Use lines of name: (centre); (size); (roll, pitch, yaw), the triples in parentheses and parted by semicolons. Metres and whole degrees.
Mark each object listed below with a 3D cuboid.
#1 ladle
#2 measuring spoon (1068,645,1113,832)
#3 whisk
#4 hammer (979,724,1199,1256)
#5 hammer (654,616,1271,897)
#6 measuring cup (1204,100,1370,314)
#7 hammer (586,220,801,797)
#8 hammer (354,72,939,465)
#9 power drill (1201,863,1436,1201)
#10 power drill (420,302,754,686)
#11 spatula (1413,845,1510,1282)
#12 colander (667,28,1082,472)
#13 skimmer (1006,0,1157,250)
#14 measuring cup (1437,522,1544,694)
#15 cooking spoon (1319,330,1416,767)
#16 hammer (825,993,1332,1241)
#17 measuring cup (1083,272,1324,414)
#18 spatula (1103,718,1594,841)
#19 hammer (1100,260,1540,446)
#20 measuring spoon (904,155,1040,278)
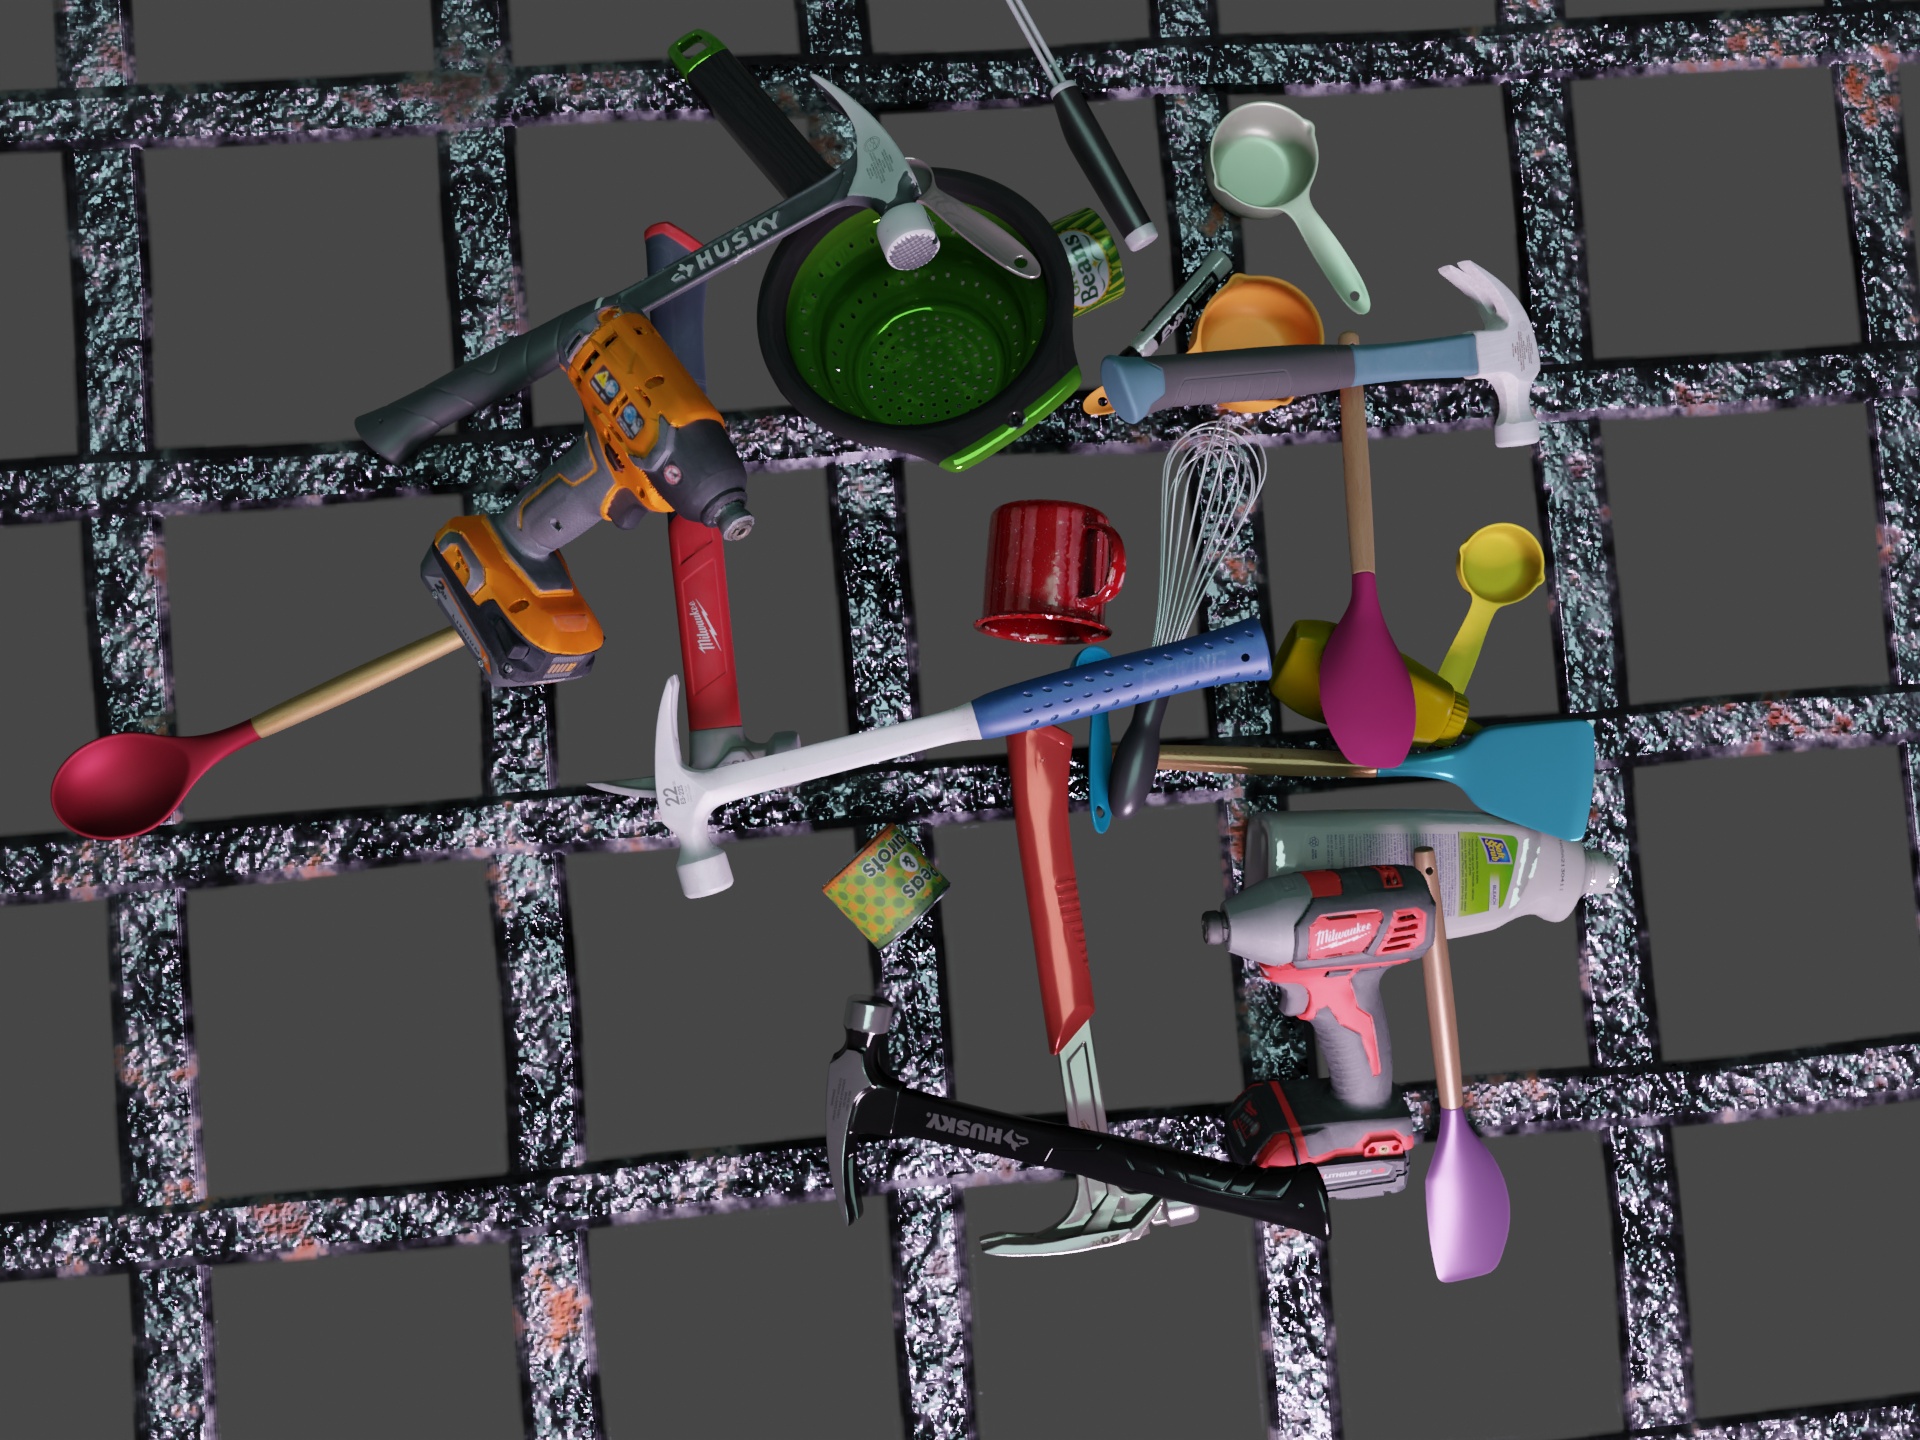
ladle: (-0.445, -0.007, 1.058); (0.315, 0.031, 0.069); (-26, 92, -6)
measuring spoon: (0.089, 0.013, 1.086); (0.042, 0.021, 0.129); (7, 78, -38)
whisk: (0.144, -0.071, 1.074); (0.070, 0.070, 0.284); (16, 85, -3)
hammer: (0.061, 0.176, 1.077); (0.149, 0.037, 0.359); (-9, 88, -4)
hammer: (-0.002, -0.003, 1.031); (0.405, 0.035, 0.144); (-14, 97, 0)
measuring cup: (0.233, -0.351, 1.114); (0.083, 0.038, 0.167); (-34, 92, -5)
hammer: (-0.196, -0.141, 1.075); (0.143, 0.038, 0.386); (-6, 88, -2)
hammer: (-0.218, -0.273, 1.029); (0.409, 0.036, 0.149); (-25, 69, 11)
power drill: (0.226, 0.198, 1.025); (0.143, 0.079, 0.219); (-4, 111, -4)
power drill: (-0.226, -0.121, 0.988); (0.226, 0.084, 0.164); (-45, 73, 27)
spatula: (0.330, 0.234, 1.069); (0.060, 0.018, 0.315); (-12, 103, -5)
colander: (-0.073, -0.314, 1.076); (0.204, 0.094, 0.397); (-36, 72, -6)
skimmer: (0.057, -0.500, 1.082); (0.127, 0.090, 0.363); (-30, 92, -36)
measuring cup: (0.357, -0.064, 1.118); (0.062, 0.029, 0.156); (22, 98, 2)
cooking spoon: (0.270, -0.122, 1.074); (0.068, 0.017, 0.319); (5, 71, -12)
hammer: (0.071, 0.282, 1.024); (0.335, 0.035, 0.146); (10, 88, 14)
measuring cup: (0.163, -0.241, 1.097); (0.173, 0.052, 0.095); (-22, 89, -3)
spatula: (0.254, 0.030, 1.067); (0.317, 0.044, 0.082); (2, 105, 8)
hammer: (0.246, -0.234, 1.059); (0.331, 0.033, 0.128); (-9, 98, -21)
measuring spoon: (0.001, -0.315, 1.013); (0.124, 0.018, 0.034); (38, 75, 9)
